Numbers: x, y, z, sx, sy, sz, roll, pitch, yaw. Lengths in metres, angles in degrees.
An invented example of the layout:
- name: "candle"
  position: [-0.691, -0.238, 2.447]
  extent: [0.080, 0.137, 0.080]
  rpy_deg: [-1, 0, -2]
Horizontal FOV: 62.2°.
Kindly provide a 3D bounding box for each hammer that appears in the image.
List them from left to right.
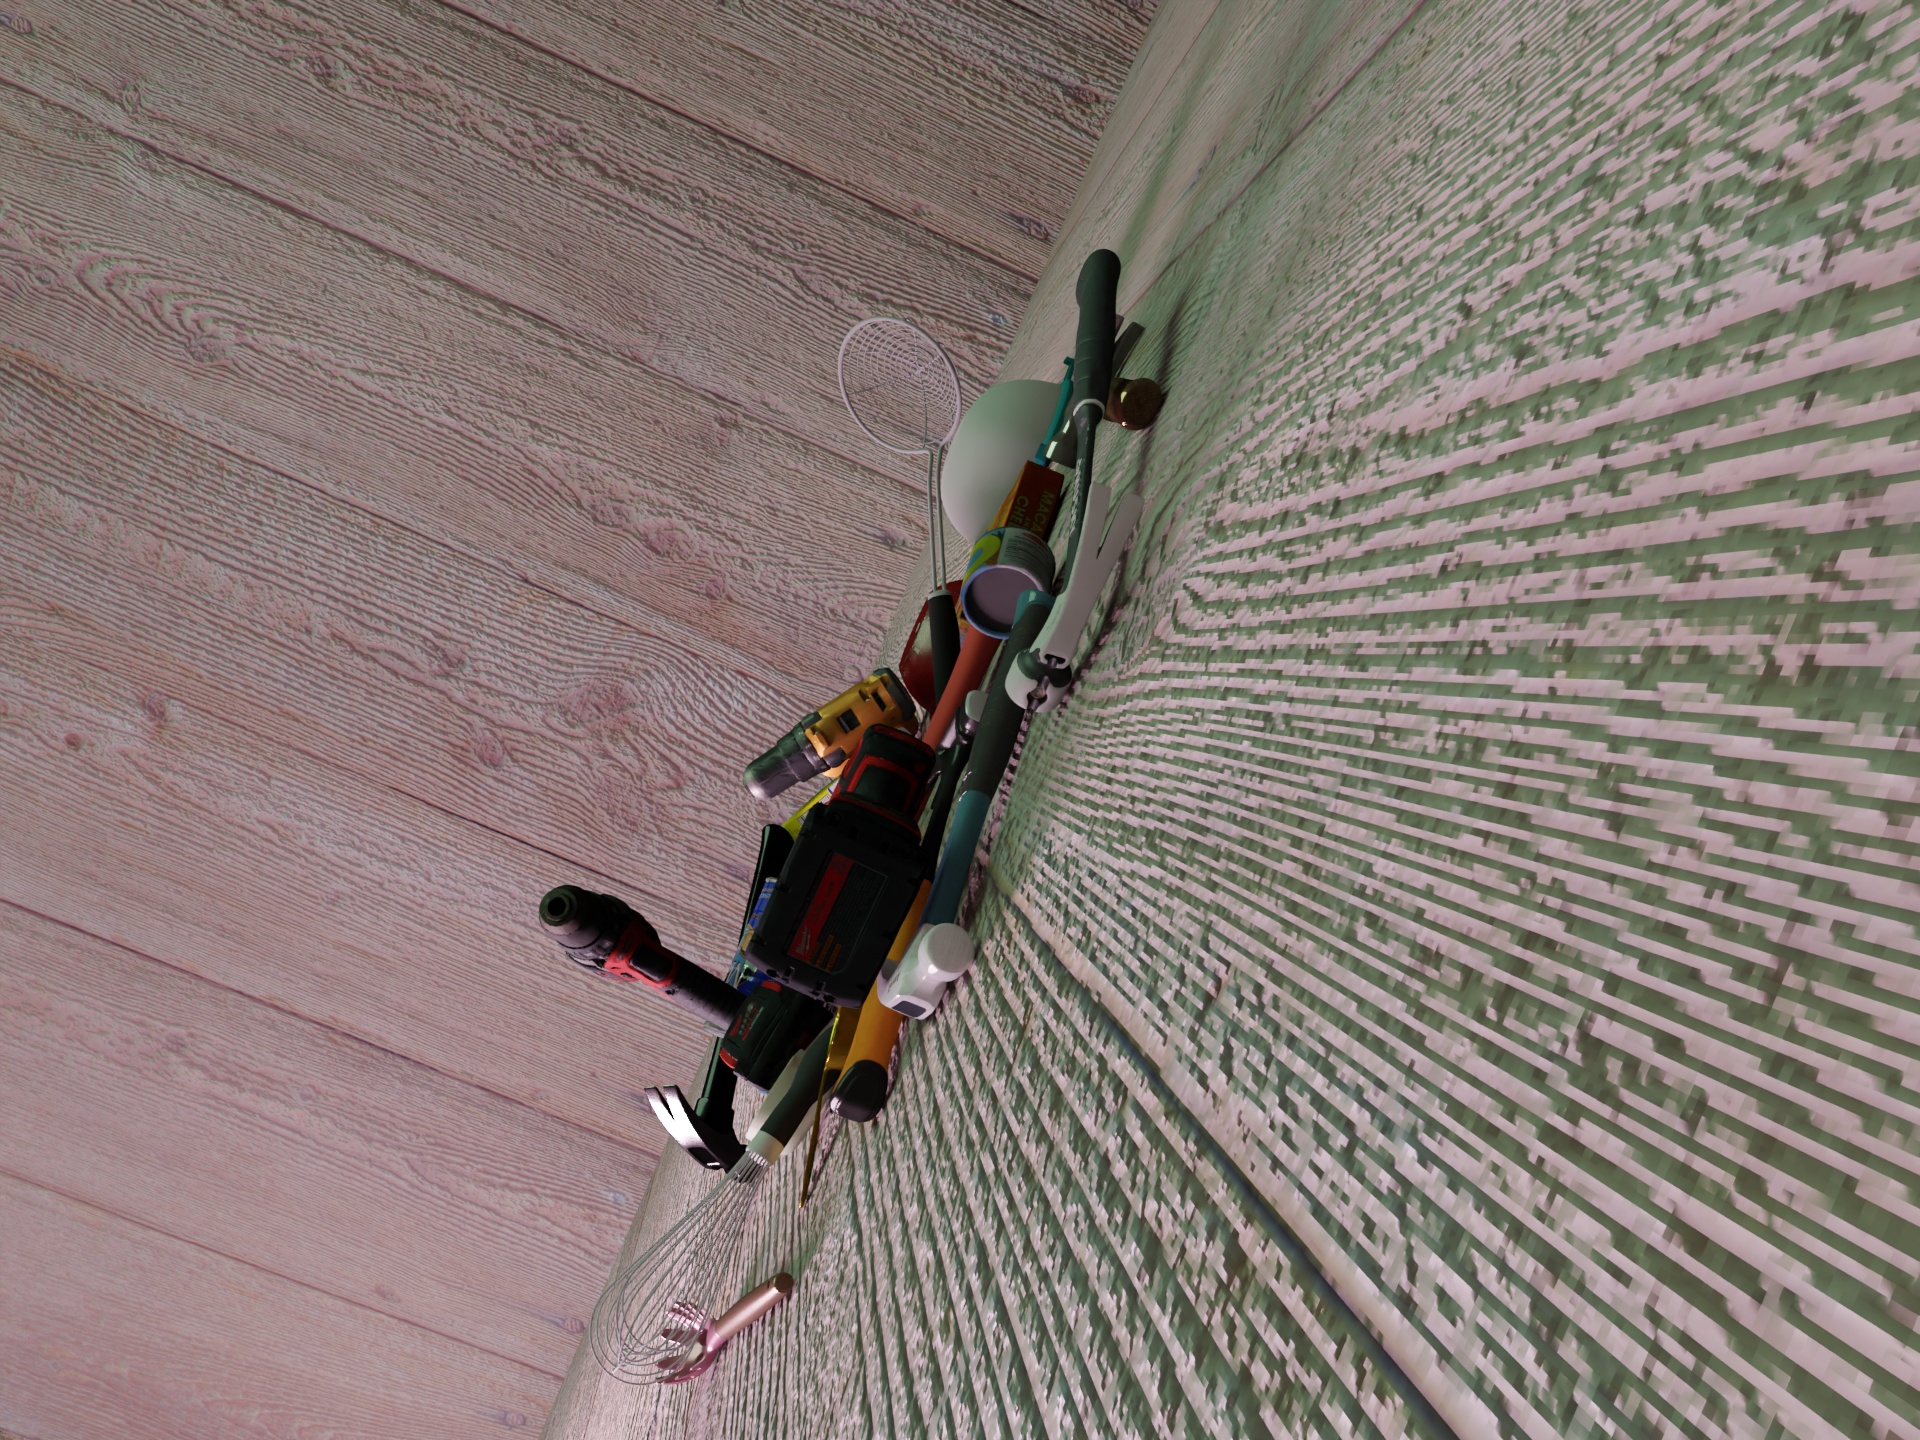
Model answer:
- name: "hammer"
  position: [-0.204, 0.243, 1.475]
  extent: [0.035, 0.146, 0.335]
  rpy_deg: [-11, 50, 26]
- name: "hammer"
  position: [-0.035, 0.129, 1.086]
  extent: [0.337, 0.034, 0.127]
  rpy_deg: [-73, 10, -46]
- name: "hammer"
  position: [-0.035, 0.060, 1.286]
  extent: [0.359, 0.036, 0.149]
  rpy_deg: [-66, 14, -7]
- name: "hammer"
  position: [0.013, 0.041, 1.012]
  extent: [0.128, 0.033, 0.331]
  rpy_deg: [124, 168, -53]
- name: "hammer"
  position: [0.083, -0.195, 1.034]
  extent: [0.409, 0.036, 0.149]
  rpy_deg: [-81, 10, -45]
- name: "hammer"
  position: [0.114, -0.247, 1.208]
  extent: [0.331, 0.031, 0.130]
  rpy_deg: [-99, 32, -77]

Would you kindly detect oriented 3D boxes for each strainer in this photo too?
- name: "strainer"
  position: [0.012, -0.240, 1.730]
  extent: [0.211, 0.095, 0.340]
  rpy_deg: [-73, 11, -46]

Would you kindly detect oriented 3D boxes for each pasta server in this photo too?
- name: "pasta server"
  position: [-0.168, 0.424, 1.123]
  extent: [0.316, 0.040, 0.060]
  rpy_deg: [125, 155, -55]

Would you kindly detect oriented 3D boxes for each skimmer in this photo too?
- name: "skimmer"
  position: [-0.043, -0.170, 1.379]
  extent: [0.127, 0.090, 0.363]
  rpy_deg: [-17, 71, 42]

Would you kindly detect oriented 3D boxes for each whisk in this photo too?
- name: "whisk"
  position: [-0.154, 0.322, 1.096]
  extent: [0.285, 0.070, 0.070]
  rpy_deg: [-54, -1, -30]

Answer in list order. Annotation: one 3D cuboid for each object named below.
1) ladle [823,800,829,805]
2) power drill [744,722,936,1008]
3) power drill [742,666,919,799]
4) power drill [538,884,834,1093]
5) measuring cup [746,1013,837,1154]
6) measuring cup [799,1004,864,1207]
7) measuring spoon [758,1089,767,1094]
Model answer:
- name: "ladle"
  position: [-0.089, 0.134, 1.229]
  extent: [0.069, 0.031, 0.316]
  rpy_deg: [-61, 17, 9]
- name: "power drill"
  position: [-0.071, 0.093, 1.033]
  extent: [0.220, 0.078, 0.143]
  rpy_deg: [-80, 15, -76]
- name: "power drill"
  position: [-0.130, 0.020, 1.645]
  extent: [0.185, 0.084, 0.226]
  rpy_deg: [-33, -2, 0]
- name: "power drill"
  position: [-0.222, 0.204, 1.253]
  extent: [0.080, 0.227, 0.187]
  rpy_deg: [-59, -15, -13]
- name: "measuring cup"
  position: [-0.107, 0.270, 1.224]
  extent: [0.083, 0.038, 0.168]
  rpy_deg: [-63, -9, 32]
- name: "measuring cup"
  position: [-0.084, 0.263, 1.101]
  extent: [0.062, 0.029, 0.156]
  rpy_deg: [-150, 72, -86]
- name: "measuring spoon"
  position: [-0.160, 0.317, 1.556]
  extent: [0.042, 0.021, 0.129]
  rpy_deg: [-54, 4, 41]
